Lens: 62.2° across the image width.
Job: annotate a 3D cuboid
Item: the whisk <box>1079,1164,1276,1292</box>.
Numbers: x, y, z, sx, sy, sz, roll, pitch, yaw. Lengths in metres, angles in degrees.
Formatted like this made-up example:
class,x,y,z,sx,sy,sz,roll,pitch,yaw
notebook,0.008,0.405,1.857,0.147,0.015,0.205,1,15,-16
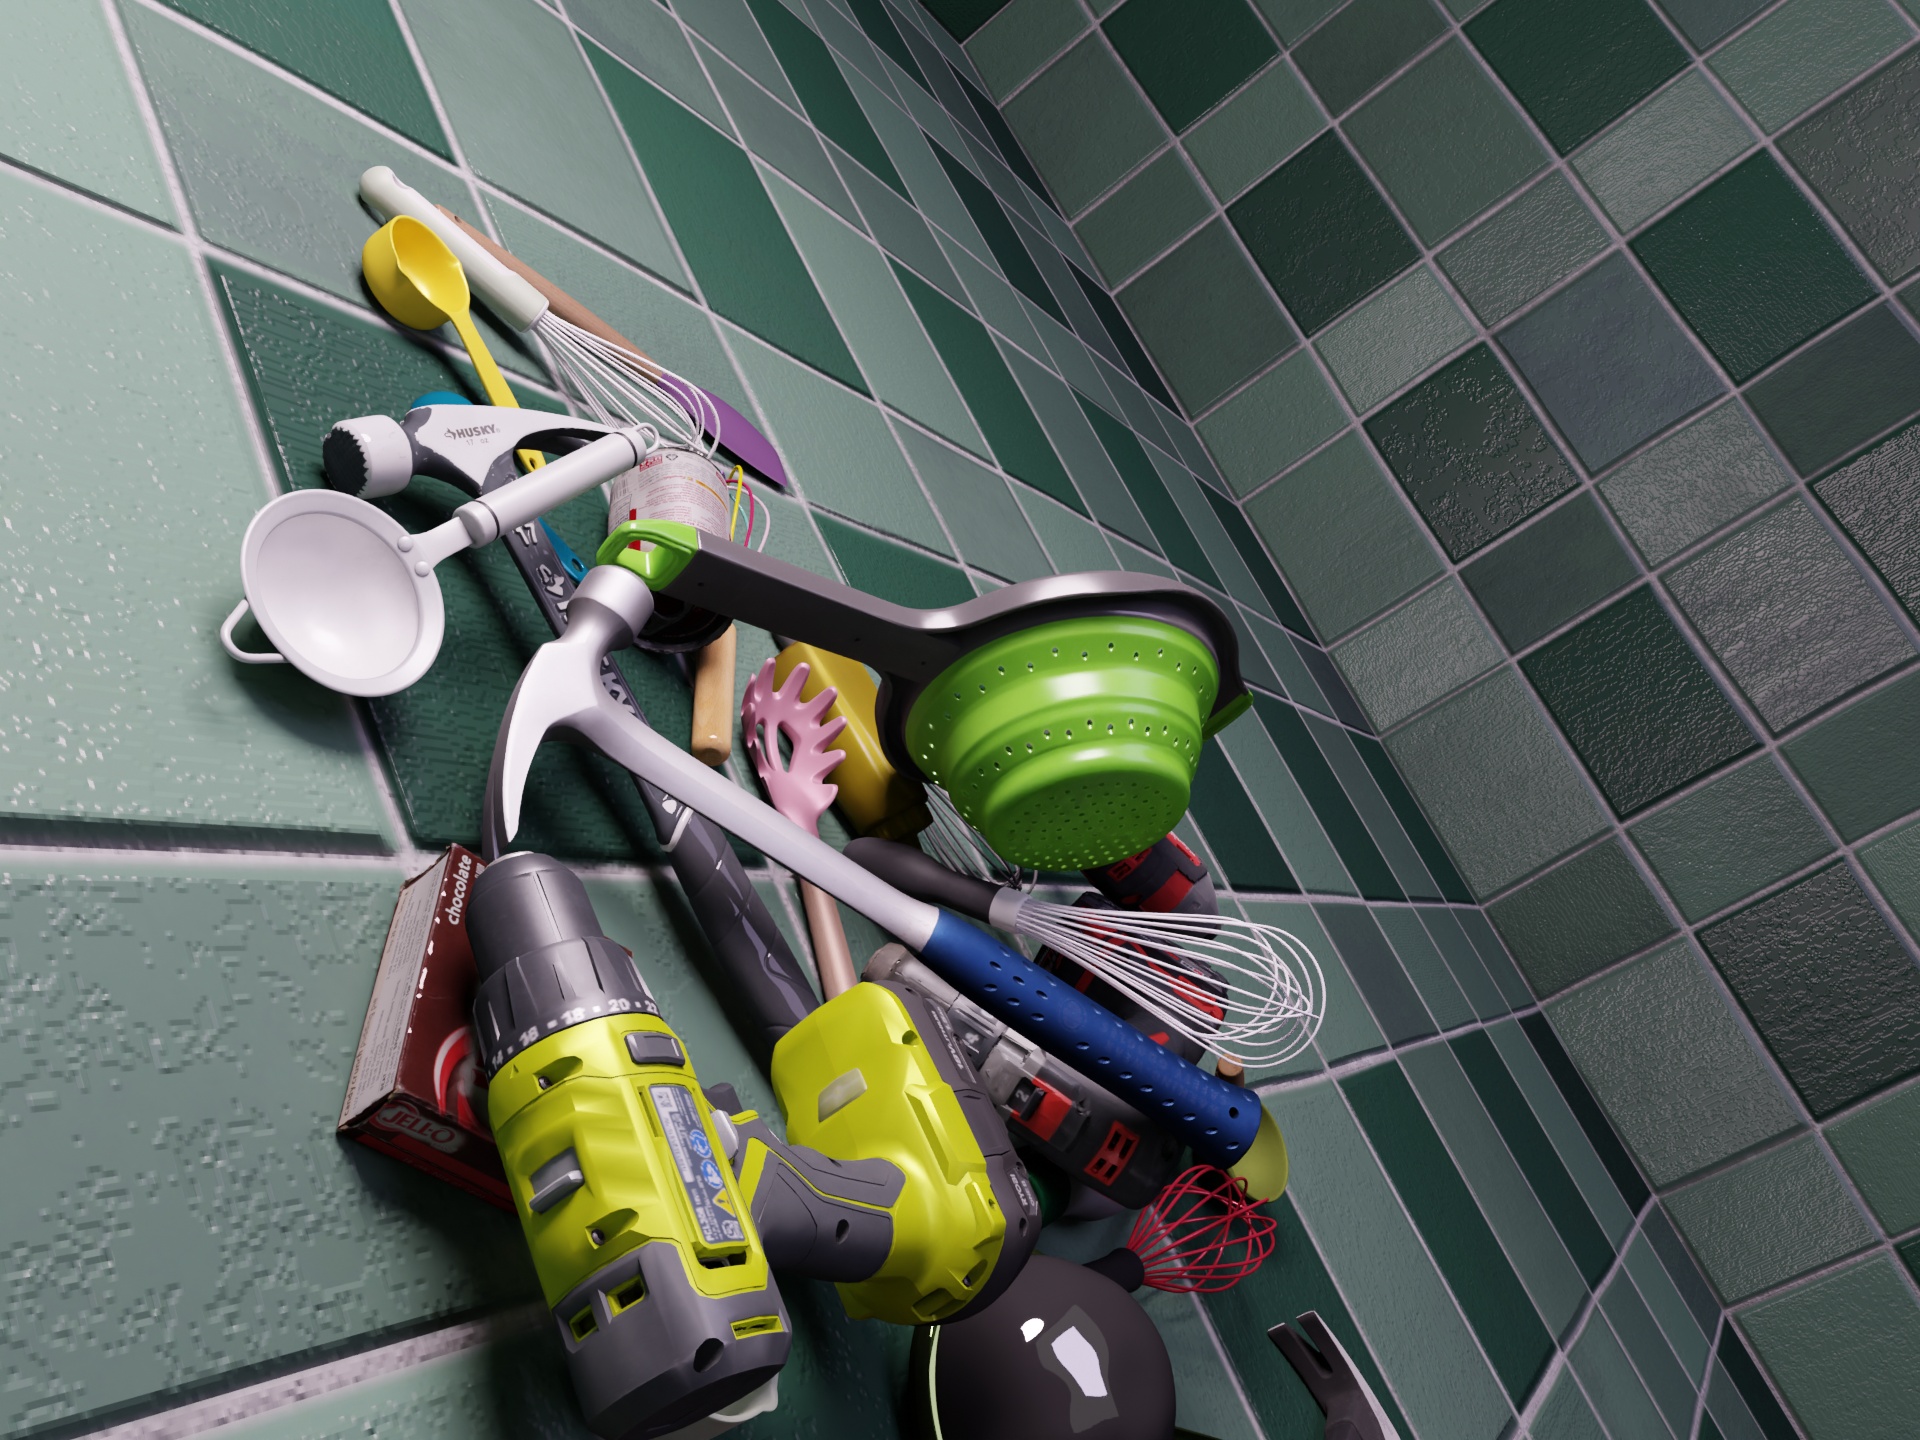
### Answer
class,x,y,z,sx,sy,sz,roll,pitch,yaw
whisk,0.100,0.297,0.870,0.295,0.073,0.073,6,53,-57

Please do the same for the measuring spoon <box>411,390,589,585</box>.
class,x,y,z,sx,sy,sz,roll,pitch,yaw
measuring spoon,-0.227,-0.120,0.816,0.128,0.021,0.042,49,22,-15

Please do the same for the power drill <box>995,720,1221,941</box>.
class,x,y,z,sx,sy,sz,roll,pitch,yaw
power drill,0.097,0.064,1.088,0.143,0.078,0.220,42,6,-33

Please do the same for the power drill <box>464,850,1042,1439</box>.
class,x,y,z,sx,sy,sz,roll,pitch,yaw
power drill,-0.077,0.144,0.578,0.228,0.080,0.191,24,33,-57

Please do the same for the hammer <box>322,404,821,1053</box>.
class,x,y,z,sx,sy,sz,roll,pitch,yaw
hammer,-0.137,0.029,0.740,0.149,0.036,0.409,-25,84,-51

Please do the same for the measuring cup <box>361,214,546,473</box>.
class,x,y,z,sx,sy,sz,roll,pitch,yaw
measuring cup,-0.267,-0.190,0.847,0.156,0.029,0.062,64,19,-12

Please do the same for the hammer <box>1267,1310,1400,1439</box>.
class,x,y,z,sx,sy,sz,roll,pitch,yaw
hammer,0.191,0.447,0.872,0.146,0.035,0.334,60,21,11

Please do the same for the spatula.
class,x,y,z,sx,sy,sz,roll,pitch,yaw
spatula,-0.216,-0.237,1.026,0.315,0.018,0.060,31,31,-50

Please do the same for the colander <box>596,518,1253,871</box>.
class,x,y,z,sx,sy,sz,roll,pitch,yaw
colander,-0.001,-0.003,0.808,0.396,0.204,0.095,18,47,-37

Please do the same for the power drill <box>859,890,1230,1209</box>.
class,x,y,z,sx,sy,sz,roll,pitch,yaw
power drill,0.054,0.167,0.895,0.188,0.080,0.226,33,16,11

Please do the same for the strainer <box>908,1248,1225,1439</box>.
class,x,y,z,sx,sy,sz,roll,pitch,yaw
strainer,0.087,0.322,0.729,0.256,0.069,0.152,32,41,-35

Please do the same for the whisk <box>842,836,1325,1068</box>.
class,x,y,z,sx,sy,sz,roll,pitch,yaw
whisk,0.054,0.111,0.837,0.285,0.070,0.070,16,2,28

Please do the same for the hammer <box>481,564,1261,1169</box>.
class,x,y,z,sx,sy,sz,roll,pitch,yaw
hammer,-0.027,0.096,0.722,0.405,0.035,0.144,35,52,-15

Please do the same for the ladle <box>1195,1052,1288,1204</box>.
class,x,y,z,sx,sy,sz,roll,pitch,yaw
ladle,0.172,0.237,0.956,0.320,0.062,0.078,71,5,-65

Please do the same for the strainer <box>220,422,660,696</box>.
class,x,y,z,sx,sy,sz,roll,pitch,yaw
strainer,-0.212,-0.078,0.675,0.258,0.050,0.087,-42,106,-47

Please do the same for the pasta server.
class,x,y,z,sx,sy,sz,roll,pitch,yaw
pasta server,-0.066,0.103,0.818,0.060,0.040,0.317,9,48,-34

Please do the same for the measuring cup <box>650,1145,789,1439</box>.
class,x,y,z,sx,sy,sz,roll,pitch,yaw
measuring cup,-0.094,0.208,0.604,0.083,0.038,0.167,54,15,-2

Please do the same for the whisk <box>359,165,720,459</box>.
class,x,y,z,sx,sy,sz,roll,pitch,yaw
whisk,-0.240,-0.230,0.923,0.246,0.059,0.058,39,14,-27

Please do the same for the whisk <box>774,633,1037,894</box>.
class,x,y,z,sx,sy,sz,roll,pitch,yaw
whisk,-0.036,0.021,0.998,0.239,0.055,0.055,50,21,-5

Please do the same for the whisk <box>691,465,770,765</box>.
class,x,y,z,sx,sy,sz,roll,pitch,yaw
whisk,-0.139,-0.069,0.911,0.051,0.047,0.245,42,28,-36
